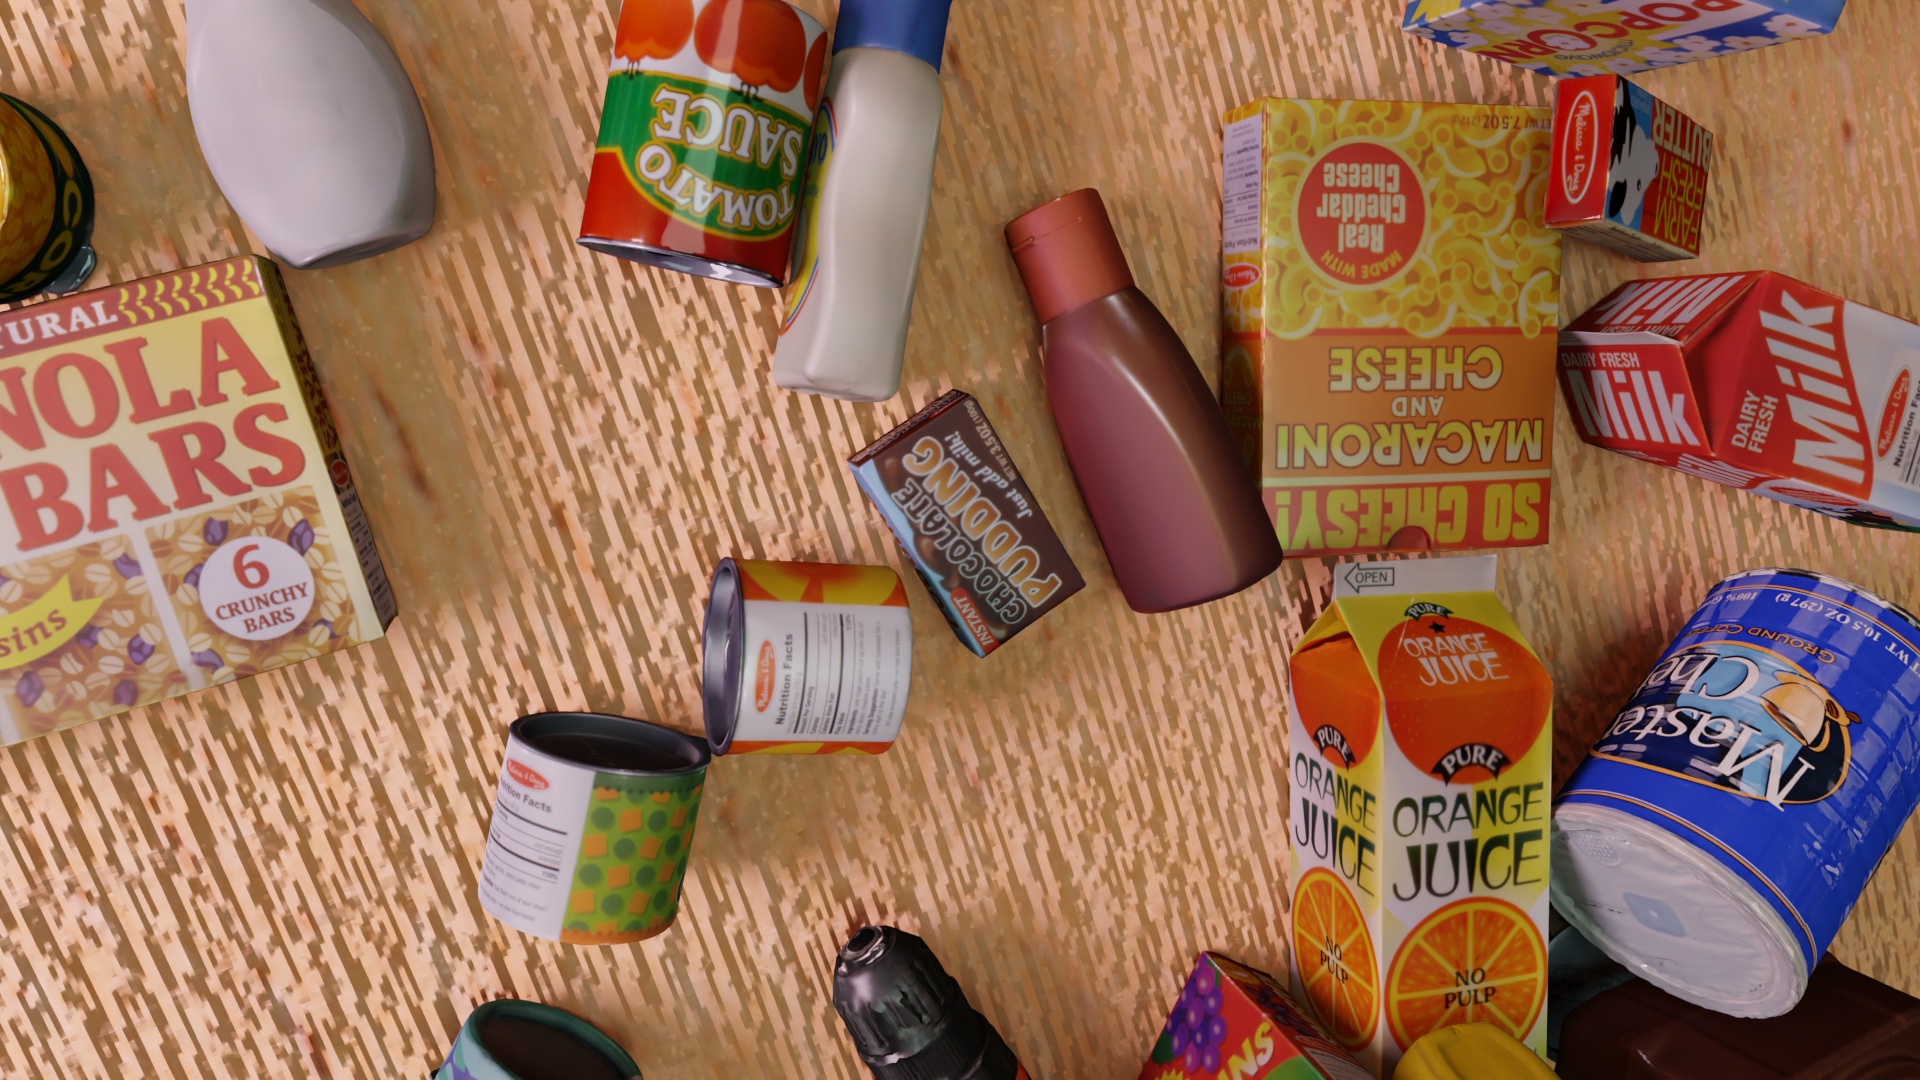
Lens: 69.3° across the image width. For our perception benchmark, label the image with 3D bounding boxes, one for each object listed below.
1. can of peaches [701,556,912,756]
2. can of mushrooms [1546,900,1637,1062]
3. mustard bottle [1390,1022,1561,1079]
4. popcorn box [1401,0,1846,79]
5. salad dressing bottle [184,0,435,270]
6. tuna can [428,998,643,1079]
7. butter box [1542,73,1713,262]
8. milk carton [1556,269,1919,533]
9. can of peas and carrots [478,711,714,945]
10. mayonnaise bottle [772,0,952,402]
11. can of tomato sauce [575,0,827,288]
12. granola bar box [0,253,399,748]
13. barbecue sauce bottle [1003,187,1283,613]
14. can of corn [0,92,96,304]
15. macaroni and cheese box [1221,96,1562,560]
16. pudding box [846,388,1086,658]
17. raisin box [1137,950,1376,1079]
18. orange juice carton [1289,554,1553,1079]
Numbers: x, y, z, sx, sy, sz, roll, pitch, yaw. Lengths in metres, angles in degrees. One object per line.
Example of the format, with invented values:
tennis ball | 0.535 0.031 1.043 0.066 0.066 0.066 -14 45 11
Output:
can of peaches | -0.054 0.039 0.472 0.058 0.071 0.071 3 96 -20
can of mushrooms | 0.257 0.181 0.585 0.071 0.033 0.071 -2 97 -13
mustard bottle | 0.175 0.251 0.488 0.049 0.065 0.159 -3 109 -18
popcorn box | 0.226 -0.195 0.482 0.085 0.127 0.038 9 98 -15
salad dressing bottle | -0.209 -0.159 0.420 0.064 0.044 0.147 -20 100 -9
tuna can | -0.144 0.185 0.468 0.071 0.071 0.033 28 89 -16
butter box | 0.253 -0.138 0.525 0.104 0.024 0.053 -1 96 -45
milk carton | 0.324 -0.057 0.553 0.191 0.072 0.073 13 94 -16
can of peas and carrots | -0.120 0.094 0.463 0.071 0.071 0.058 11 95 -15
mayonnaise bottle | -0.031 -0.121 0.462 0.041 0.065 0.148 8 91 -18
can of tomato sauce | -0.081 -0.128 0.442 0.071 0.071 0.083 10 94 -15
granola bar box | -0.276 -0.007 0.424 0.166 0.039 0.124 -17 101 -11
barbecue sauce bottle | 0.060 -0.049 0.494 0.044 0.064 0.148 -26 95 -36
can of corn | -0.293 -0.100 0.398 0.071 0.058 0.071 -2 98 -14
macaroni and cheese box | 0.162 -0.078 0.525 0.124 0.040 0.166 -3 97 -13
pudding box | 0.002 -0.006 0.499 0.050 0.030 0.083 -33 103 -7
raisin box | 0.109 0.216 0.505 0.040 0.123 0.086 26 91 -16
orange juice carton | 0.175 0.101 0.533 0.072 0.073 0.192 -4 98 -14
